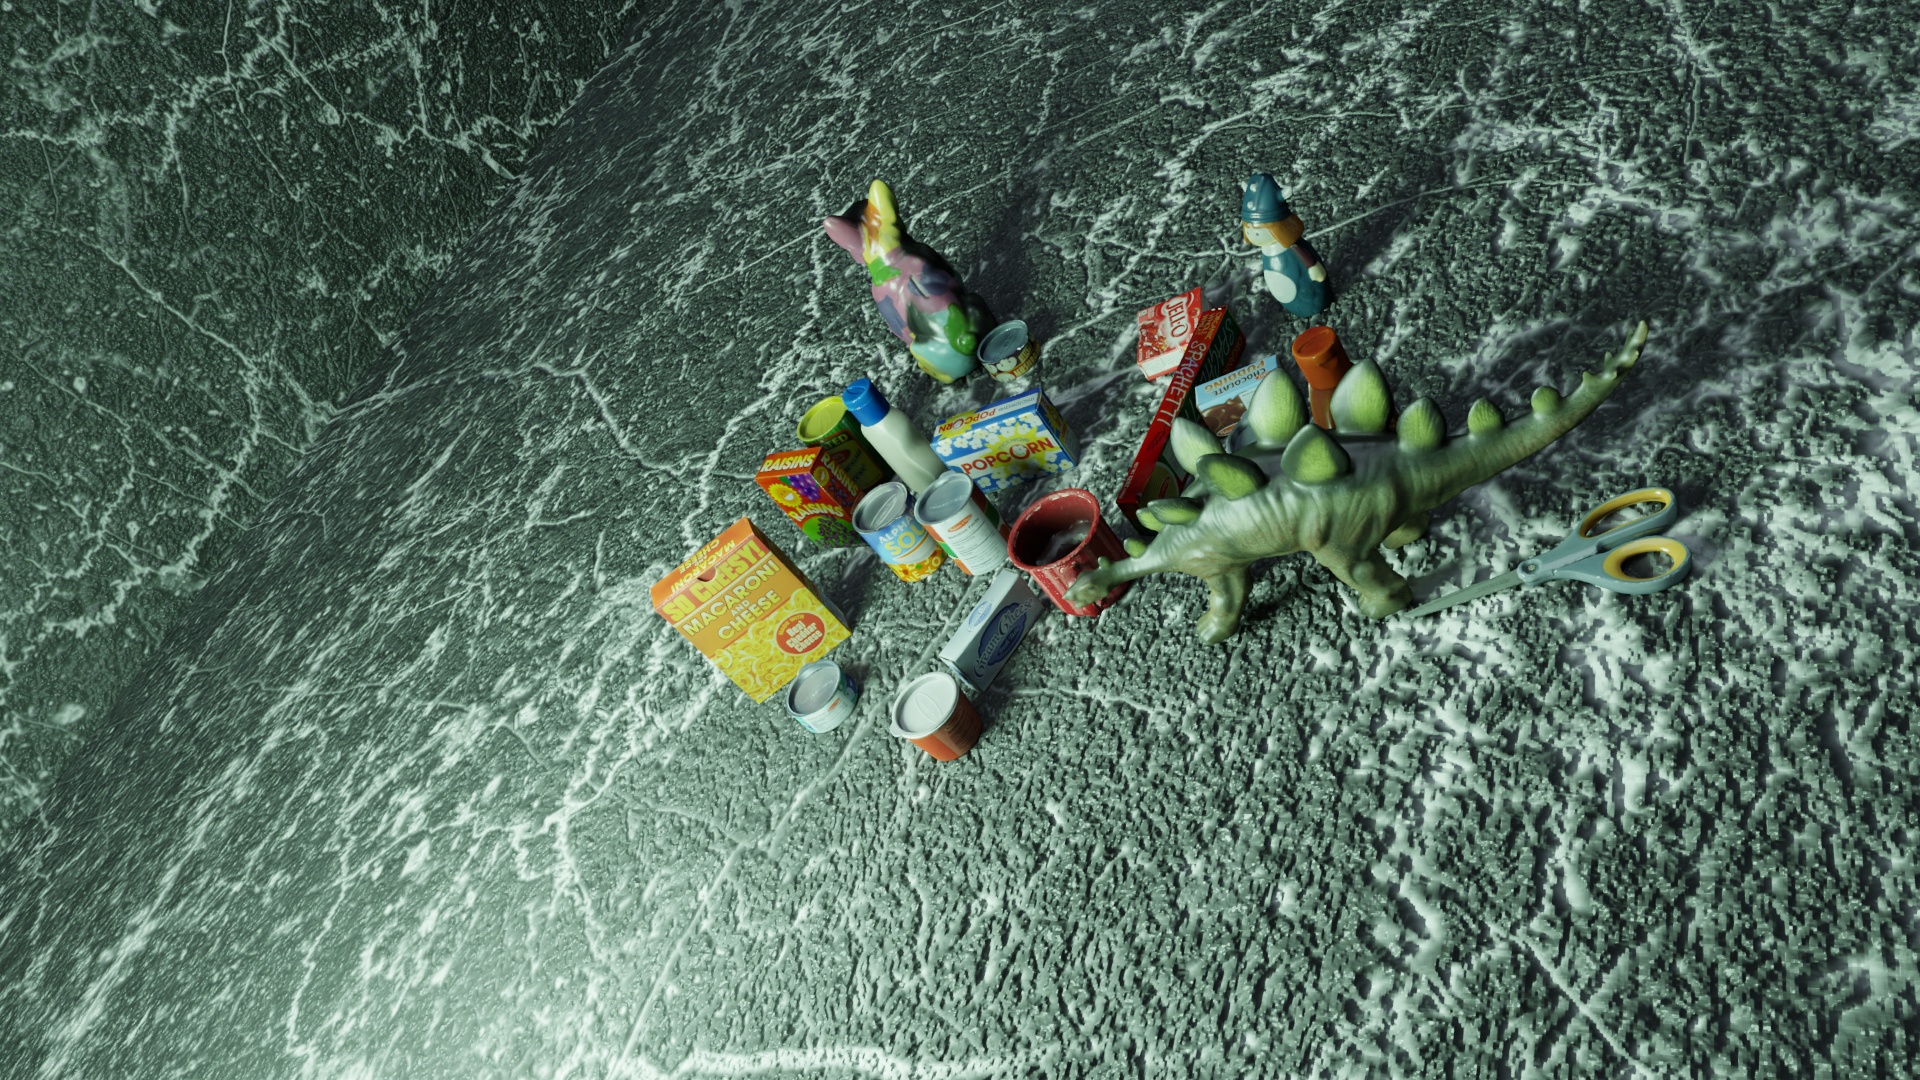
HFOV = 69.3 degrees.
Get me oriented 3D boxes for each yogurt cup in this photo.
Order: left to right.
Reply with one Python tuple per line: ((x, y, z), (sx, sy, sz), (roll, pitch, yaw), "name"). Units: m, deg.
((-0.018, 0.157, 1.221), (0.072, 0.053, 0.073), (-24, 39, 21), "yogurt cup")

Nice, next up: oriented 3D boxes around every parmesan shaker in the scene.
((-0.123, -0.104, 1.548), (0.071, 0.102, 0.072), (-24, 39, 21), "parmesan shaker")

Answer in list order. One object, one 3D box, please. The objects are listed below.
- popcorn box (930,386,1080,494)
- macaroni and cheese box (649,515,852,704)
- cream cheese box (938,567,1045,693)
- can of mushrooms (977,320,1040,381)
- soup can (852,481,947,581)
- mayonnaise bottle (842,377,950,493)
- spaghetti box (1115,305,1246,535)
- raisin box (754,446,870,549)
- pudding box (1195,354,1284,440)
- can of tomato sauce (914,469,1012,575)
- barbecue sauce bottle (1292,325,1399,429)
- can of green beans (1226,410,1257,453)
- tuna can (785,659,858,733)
((0.047, -0.098, 1.407), (0.126, 0.085, 0.038), (-16, 42, 29), "popcorn box")
((-0.206, 0.071, 1.382), (0.123, 0.166, 0.040), (-38, 36, 4), "macaroni and cheese box")
((0.030, 0.082, 1.258), (0.024, 0.053, 0.104), (17, 64, 49), "cream cheese box")
((0.056, -0.213, 1.563), (0.071, 0.033, 0.071), (-24, 39, 21), "can of mushrooms")
((-0.058, -0.007, 1.404), (0.071, 0.083, 0.072), (-24, 39, 21), "soup can")
((-0.068, -0.109, 1.467), (0.065, 0.147, 0.041), (10, 59, 47), "mayonnaise bottle")
((0.211, -0.116, 1.310), (0.028, 0.050, 0.251), (-1, 51, 42), "spaghetti box")
((-0.149, -0.045, 1.491), (0.086, 0.123, 0.040), (-4, 50, 40), "raisin box")
((0.264, -0.132, 1.280), (0.083, 0.049, 0.030), (-22, 40, 23), "pudding box")
((0.005, -0.017, 1.360), (0.071, 0.083, 0.071), (-24, 39, 21), "can of tomato sauce")
((0.314, -0.111, 1.129), (0.065, 0.148, 0.044), (-36, 36, 6), "barbecue sauce bottle")
((0.273, -0.074, 1.204), (0.071, 0.057, 0.071), (-24, 39, 21), "can of green beans")
((-0.135, 0.150, 1.349), (0.071, 0.032, 0.071), (-24, 39, 21), "tuna can")
